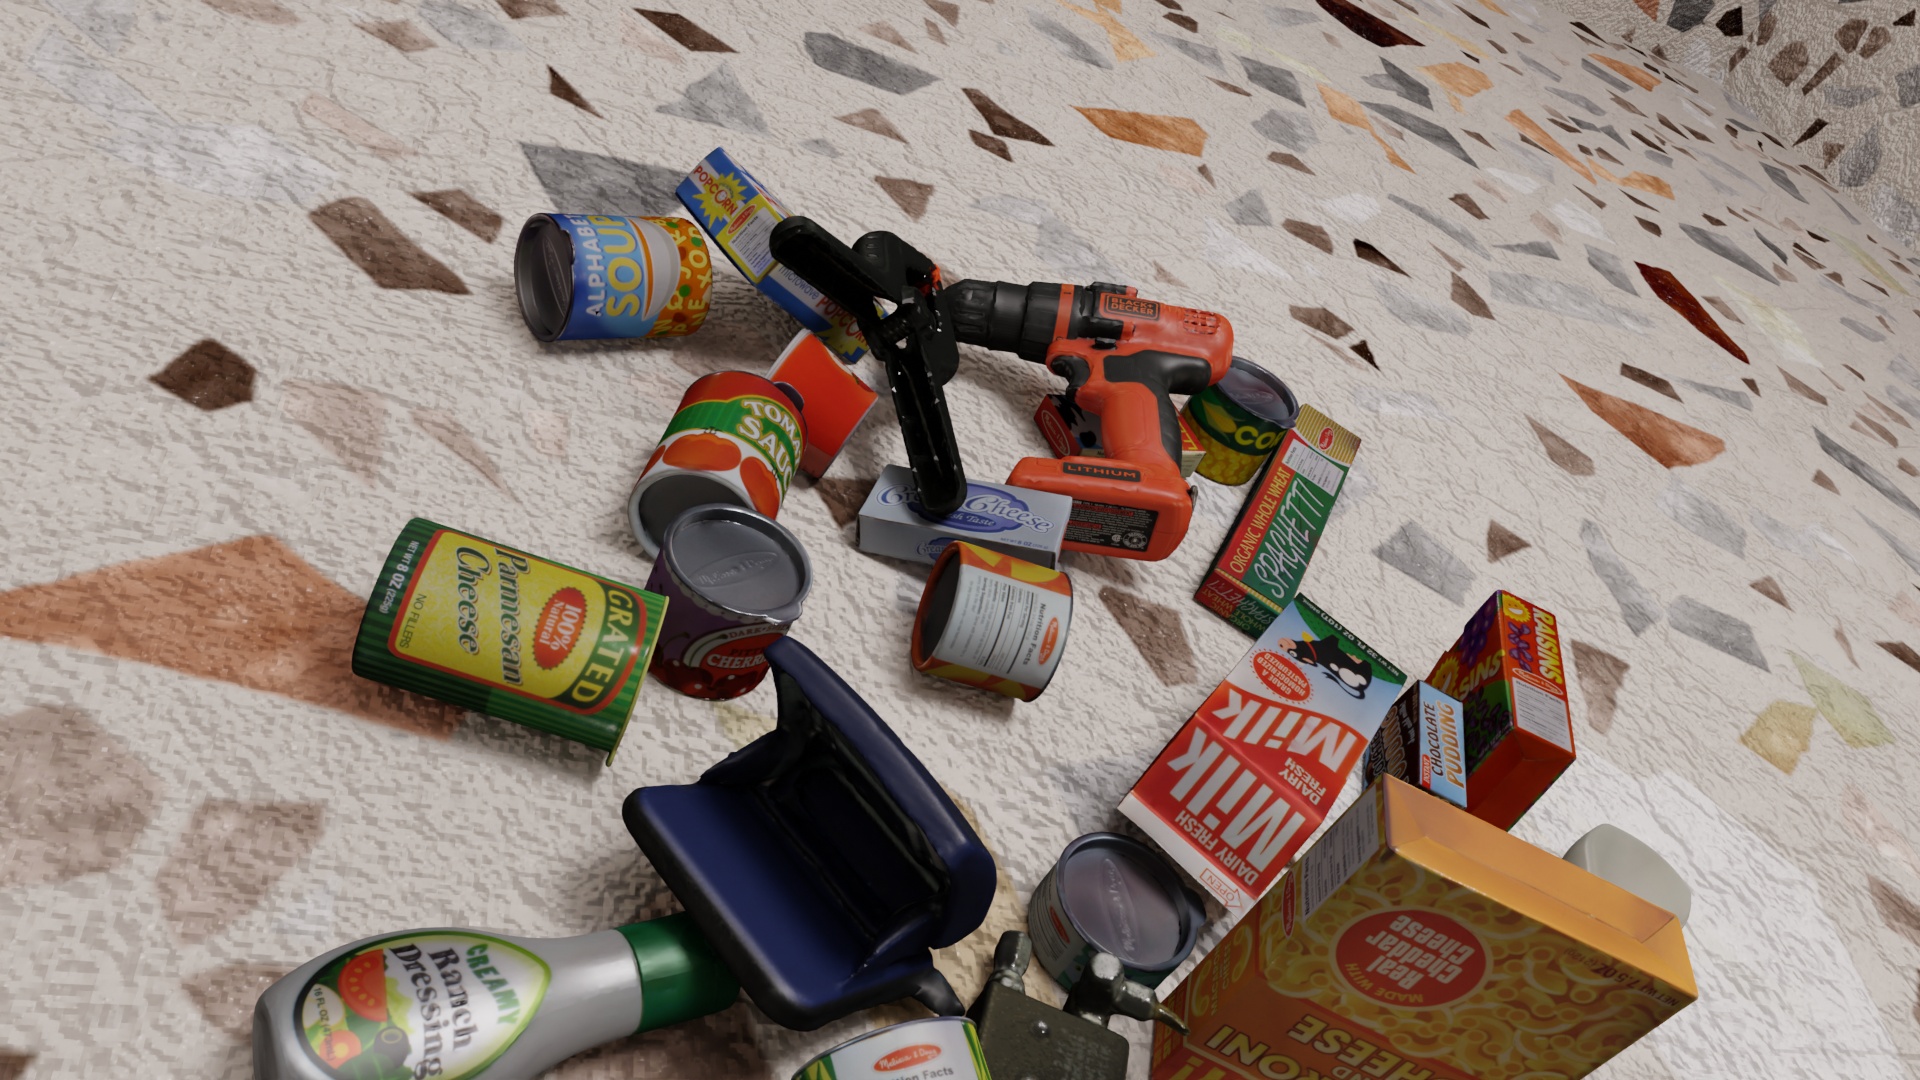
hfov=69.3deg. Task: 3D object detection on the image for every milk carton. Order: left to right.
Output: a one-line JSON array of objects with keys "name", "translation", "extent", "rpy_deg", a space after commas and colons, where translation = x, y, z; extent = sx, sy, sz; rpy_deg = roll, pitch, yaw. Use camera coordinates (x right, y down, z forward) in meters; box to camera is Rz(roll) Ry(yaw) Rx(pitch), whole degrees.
[{"name": "milk carton", "translation": [0.140, 0.104, 0.660], "extent": [0.072, 0.073, 0.191], "rpy_deg": [40, 35, 13]}]

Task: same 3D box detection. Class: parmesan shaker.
[{"name": "parmesan shaker", "translation": [-0.175, 0.040, 0.543], "extent": [0.103, 0.071, 0.072], "rpy_deg": [19, 38, -13]}]

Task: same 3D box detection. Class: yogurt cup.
[{"name": "yogurt cup", "translation": [-0.080, -0.069, 0.733], "extent": [0.054, 0.072, 0.073], "rpy_deg": [36, 37, -6]}]

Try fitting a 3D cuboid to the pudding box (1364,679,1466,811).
[{"name": "pudding box", "translation": [0.239, 0.120, 0.733], "extent": [0.030, 0.049, 0.084], "rpy_deg": [30, 38, -3]}]

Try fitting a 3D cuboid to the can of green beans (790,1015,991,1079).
[{"name": "can of green beans", "translation": [-0.018, 0.198, 0.459], "extent": [0.071, 0.071, 0.058], "rpy_deg": [3, 51, -31]}]

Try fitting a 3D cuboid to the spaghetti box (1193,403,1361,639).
[{"name": "spaghetti box", "translation": [0.208, -0.019, 0.889], "extent": [0.050, 0.028, 0.251], "rpy_deg": [34, 37, 6]}]

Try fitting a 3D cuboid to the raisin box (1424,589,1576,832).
[{"name": "raisin box", "translation": [0.291, 0.097, 0.763], "extent": [0.040, 0.085, 0.124], "rpy_deg": [24, 37, 1]}]

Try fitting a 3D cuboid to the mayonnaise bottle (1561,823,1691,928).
[{"name": "mayonnaise bottle", "translation": [0.321, 0.202, 0.700], "extent": [0.065, 0.041, 0.149], "rpy_deg": [42, 40, 18]}]

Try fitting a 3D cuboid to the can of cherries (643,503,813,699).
[{"name": "can of cherries", "translation": [-0.104, 0.029, 0.607], "extent": [0.071, 0.058, 0.072], "rpy_deg": [19, 38, -15]}]

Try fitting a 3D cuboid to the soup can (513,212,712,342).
[{"name": "soup can", "translation": [-0.183, -0.141, 0.740], "extent": [0.084, 0.071, 0.071], "rpy_deg": [-10, 52, -40]}]

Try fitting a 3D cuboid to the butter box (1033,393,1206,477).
[{"name": "butter box", "translation": [0.101, -0.066, 0.877], "extent": [0.104, 0.024, 0.053], "rpy_deg": [-1, 48, -33]}]

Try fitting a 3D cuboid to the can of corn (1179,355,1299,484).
[{"name": "can of corn", "translation": [0.180, -0.077, 0.914], "extent": [0.071, 0.058, 0.071], "rpy_deg": [18, 38, -15]}]

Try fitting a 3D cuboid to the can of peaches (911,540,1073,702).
[{"name": "can of peaches", "translation": [0.014, 0.039, 0.668], "extent": [0.058, 0.071, 0.071], "rpy_deg": [17, 39, -15]}]

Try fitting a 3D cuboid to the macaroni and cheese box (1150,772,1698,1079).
[{"name": "macaroni and cheese box", "translation": [0.166, 0.175, 0.527], "extent": [0.124, 0.165, 0.040], "rpy_deg": [27, 37, -5]}]

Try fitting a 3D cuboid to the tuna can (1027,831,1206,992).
[{"name": "tuna can", "translation": [0.066, 0.160, 0.587], "extent": [0.071, 0.032, 0.071], "rpy_deg": [18, 39, -15]}]

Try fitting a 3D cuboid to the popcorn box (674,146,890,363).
[{"name": "popcorn box", "translation": [-0.098, -0.160, 0.794], "extent": [0.085, 0.038, 0.126], "rpy_deg": [49, 7, 24]}]

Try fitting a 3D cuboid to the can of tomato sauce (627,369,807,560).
[{"name": "can of tomato sauce", "translation": [-0.113, -0.032, 0.662], "extent": [0.071, 0.070, 0.083], "rpy_deg": [23, 38, -8]}]

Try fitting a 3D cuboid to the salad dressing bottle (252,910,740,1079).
[{"name": "salad dressing bottle", "translation": [-0.145, 0.152, 0.451], "extent": [0.148, 0.043, 0.064], "rpy_deg": [-3, 47, -37]}]

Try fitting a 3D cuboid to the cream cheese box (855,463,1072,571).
[{"name": "cream cheese box", "translation": [0.003, -0.009, 0.721], "extent": [0.104, 0.024, 0.054], "rpy_deg": [10, 36, 9]}]
